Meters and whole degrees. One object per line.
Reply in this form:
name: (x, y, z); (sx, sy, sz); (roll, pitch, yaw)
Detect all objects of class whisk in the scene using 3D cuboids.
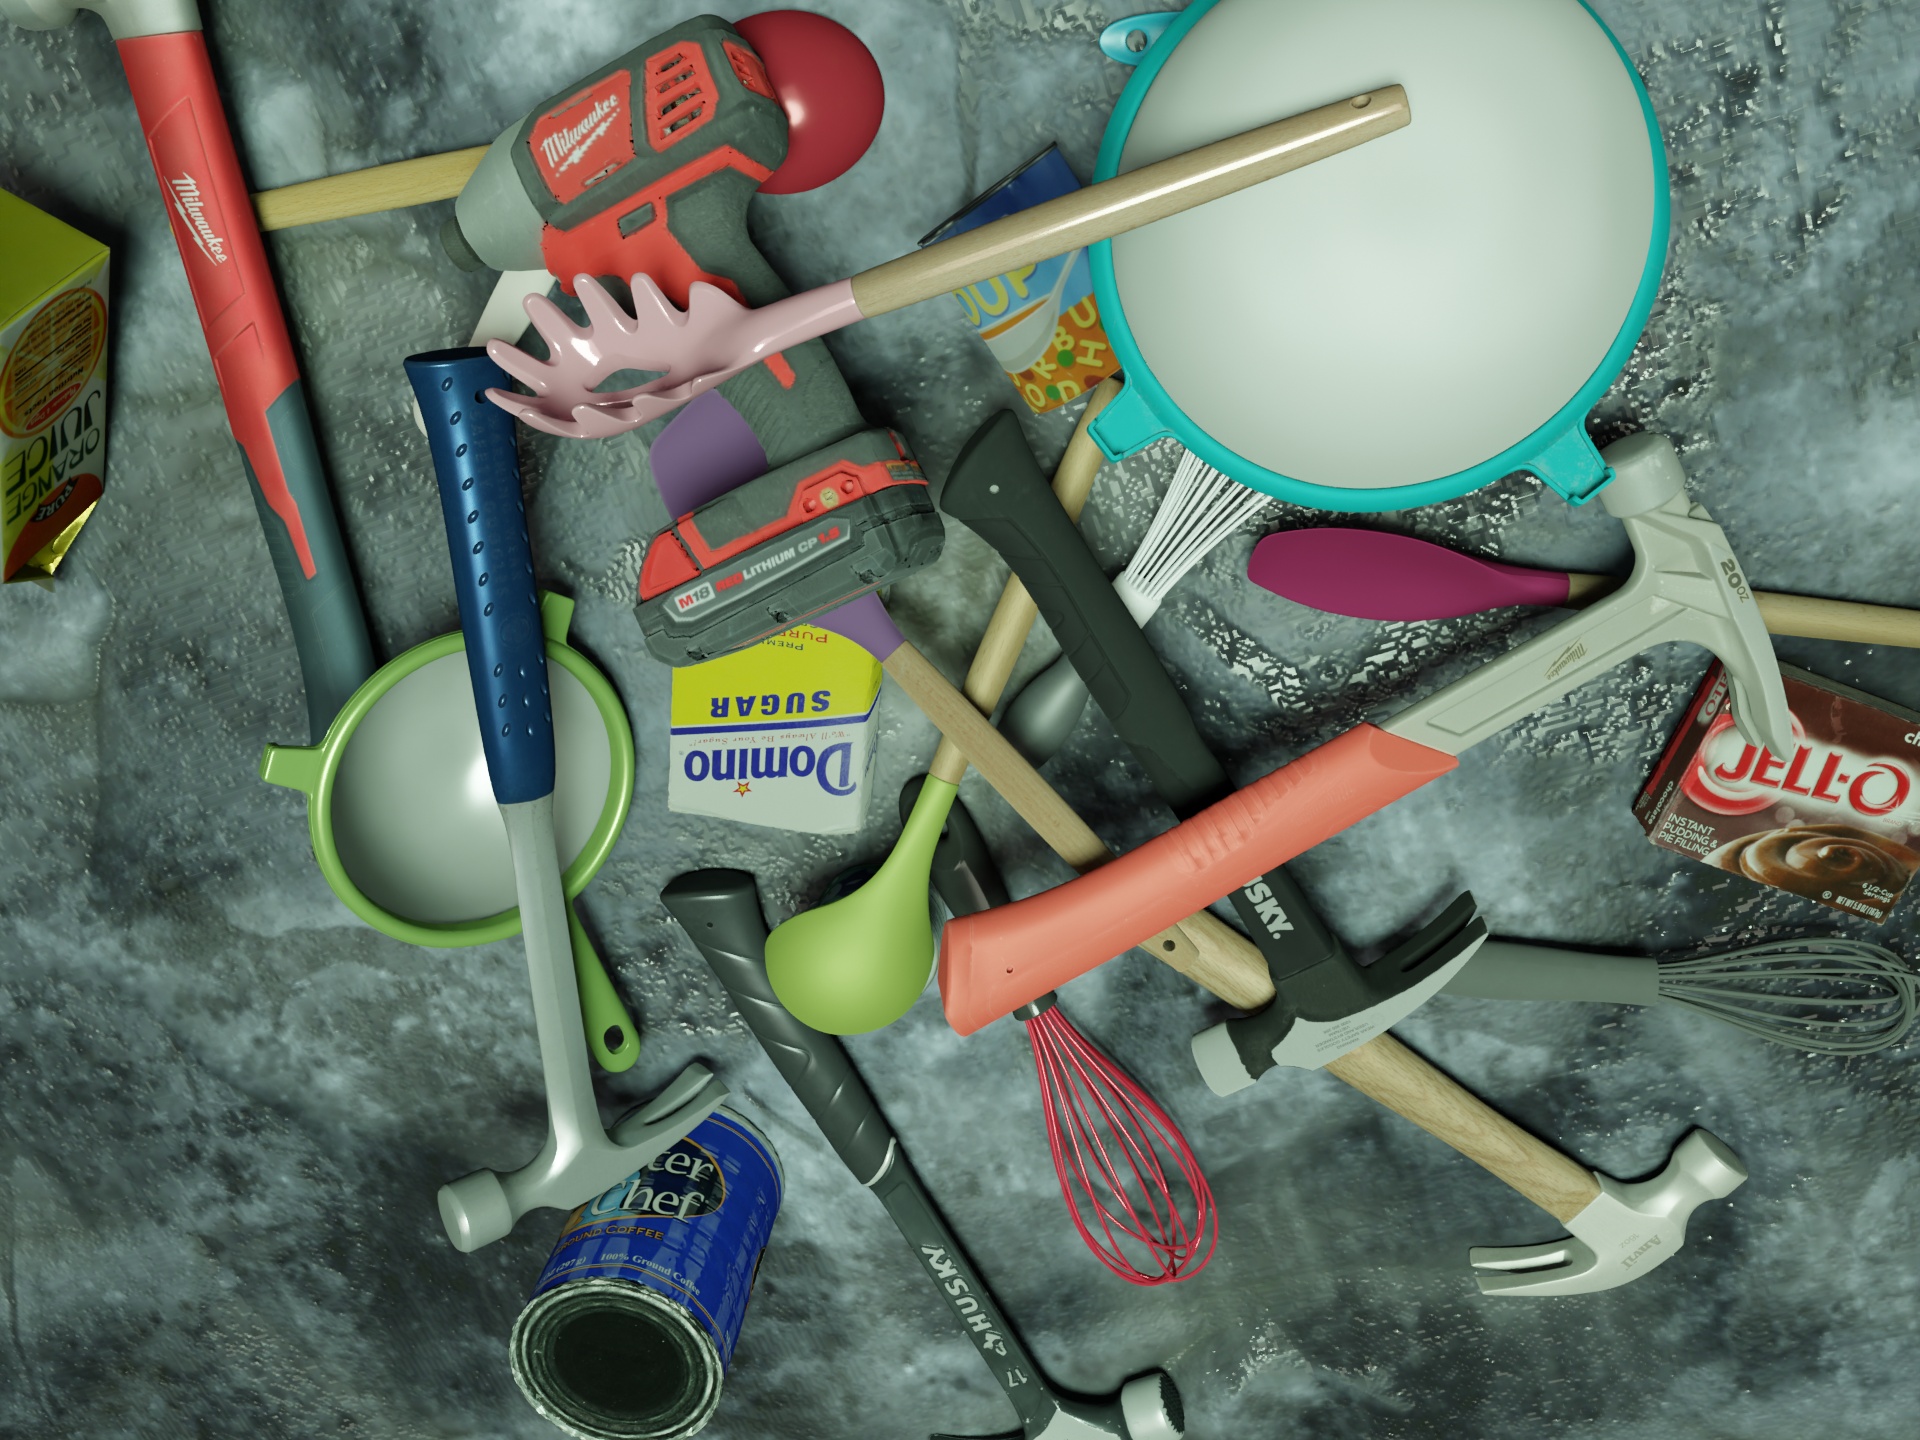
whisk: (0.045, 0.157, 0.778); (0.073, 0.073, 0.295); (-25, 101, 15)
whisk: (0.319, 0.121, 0.740); (0.239, 0.055, 0.055); (3, 113, 10)
whisk: (0.091, -0.076, 0.678); (0.070, 0.070, 0.284); (33, 116, -8)

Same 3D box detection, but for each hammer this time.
hammer: (0.213, 0.177, 0.779); (0.331, 0.031, 0.130); (34, 111, -7)
hammer: (-0.187, 0.041, 0.708); (0.144, 0.035, 0.405); (-18, 117, -35)
hammer: (0.097, 0.014, 0.677); (0.146, 0.035, 0.334); (-28, 111, 16)
hammer: (0.154, 0.035, 0.644); (0.359, 0.037, 0.149); (-30, 107, 3)
hammer: (-0.037, 0.247, 0.835); (0.149, 0.036, 0.408); (-25, 107, 16)
hammer: (-0.286, -0.137, 0.688); (0.143, 0.038, 0.386); (-2, 116, 10)

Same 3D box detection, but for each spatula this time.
spatula: (-0.012, -0.009, 0.670); (0.059, 0.018, 0.316); (-43, 94, 16)

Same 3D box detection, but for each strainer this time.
strainer: (-0.219, 0.066, 0.762); (0.151, 0.069, 0.256); (-35, 127, -26)
strainer: (0.155, -0.241, 0.540); (0.211, 0.095, 0.340); (6, 99, 5)

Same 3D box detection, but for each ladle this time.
ladle: (-0.001, -0.002, 0.706); (0.078, 0.062, 0.320); (20, 99, -25)
ladle: (-0.187, -0.233, 0.659); (0.315, 0.031, 0.069); (-7, 108, 11)

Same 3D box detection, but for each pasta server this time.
pasta server: (-0.012, -0.154, 0.527); (0.316, 0.060, 0.040); (-15, 151, 15)

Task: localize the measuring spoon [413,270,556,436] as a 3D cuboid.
measuring spoon: (-0.202, -0.170, 0.690); (0.034, 0.018, 0.124); (35, 111, -8)

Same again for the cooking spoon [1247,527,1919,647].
cooking spoon: (0.282, -0.053, 0.677); (0.319, 0.017, 0.068); (7, 154, 1)

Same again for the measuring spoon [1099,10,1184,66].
measuring spoon: (0.119, -0.266, 0.620); (0.128, 0.021, 0.042); (6, 114, 14)

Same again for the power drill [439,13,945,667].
power drill: (-0.106, -0.139, 0.612); (0.143, 0.078, 0.219); (-23, 93, 15)
